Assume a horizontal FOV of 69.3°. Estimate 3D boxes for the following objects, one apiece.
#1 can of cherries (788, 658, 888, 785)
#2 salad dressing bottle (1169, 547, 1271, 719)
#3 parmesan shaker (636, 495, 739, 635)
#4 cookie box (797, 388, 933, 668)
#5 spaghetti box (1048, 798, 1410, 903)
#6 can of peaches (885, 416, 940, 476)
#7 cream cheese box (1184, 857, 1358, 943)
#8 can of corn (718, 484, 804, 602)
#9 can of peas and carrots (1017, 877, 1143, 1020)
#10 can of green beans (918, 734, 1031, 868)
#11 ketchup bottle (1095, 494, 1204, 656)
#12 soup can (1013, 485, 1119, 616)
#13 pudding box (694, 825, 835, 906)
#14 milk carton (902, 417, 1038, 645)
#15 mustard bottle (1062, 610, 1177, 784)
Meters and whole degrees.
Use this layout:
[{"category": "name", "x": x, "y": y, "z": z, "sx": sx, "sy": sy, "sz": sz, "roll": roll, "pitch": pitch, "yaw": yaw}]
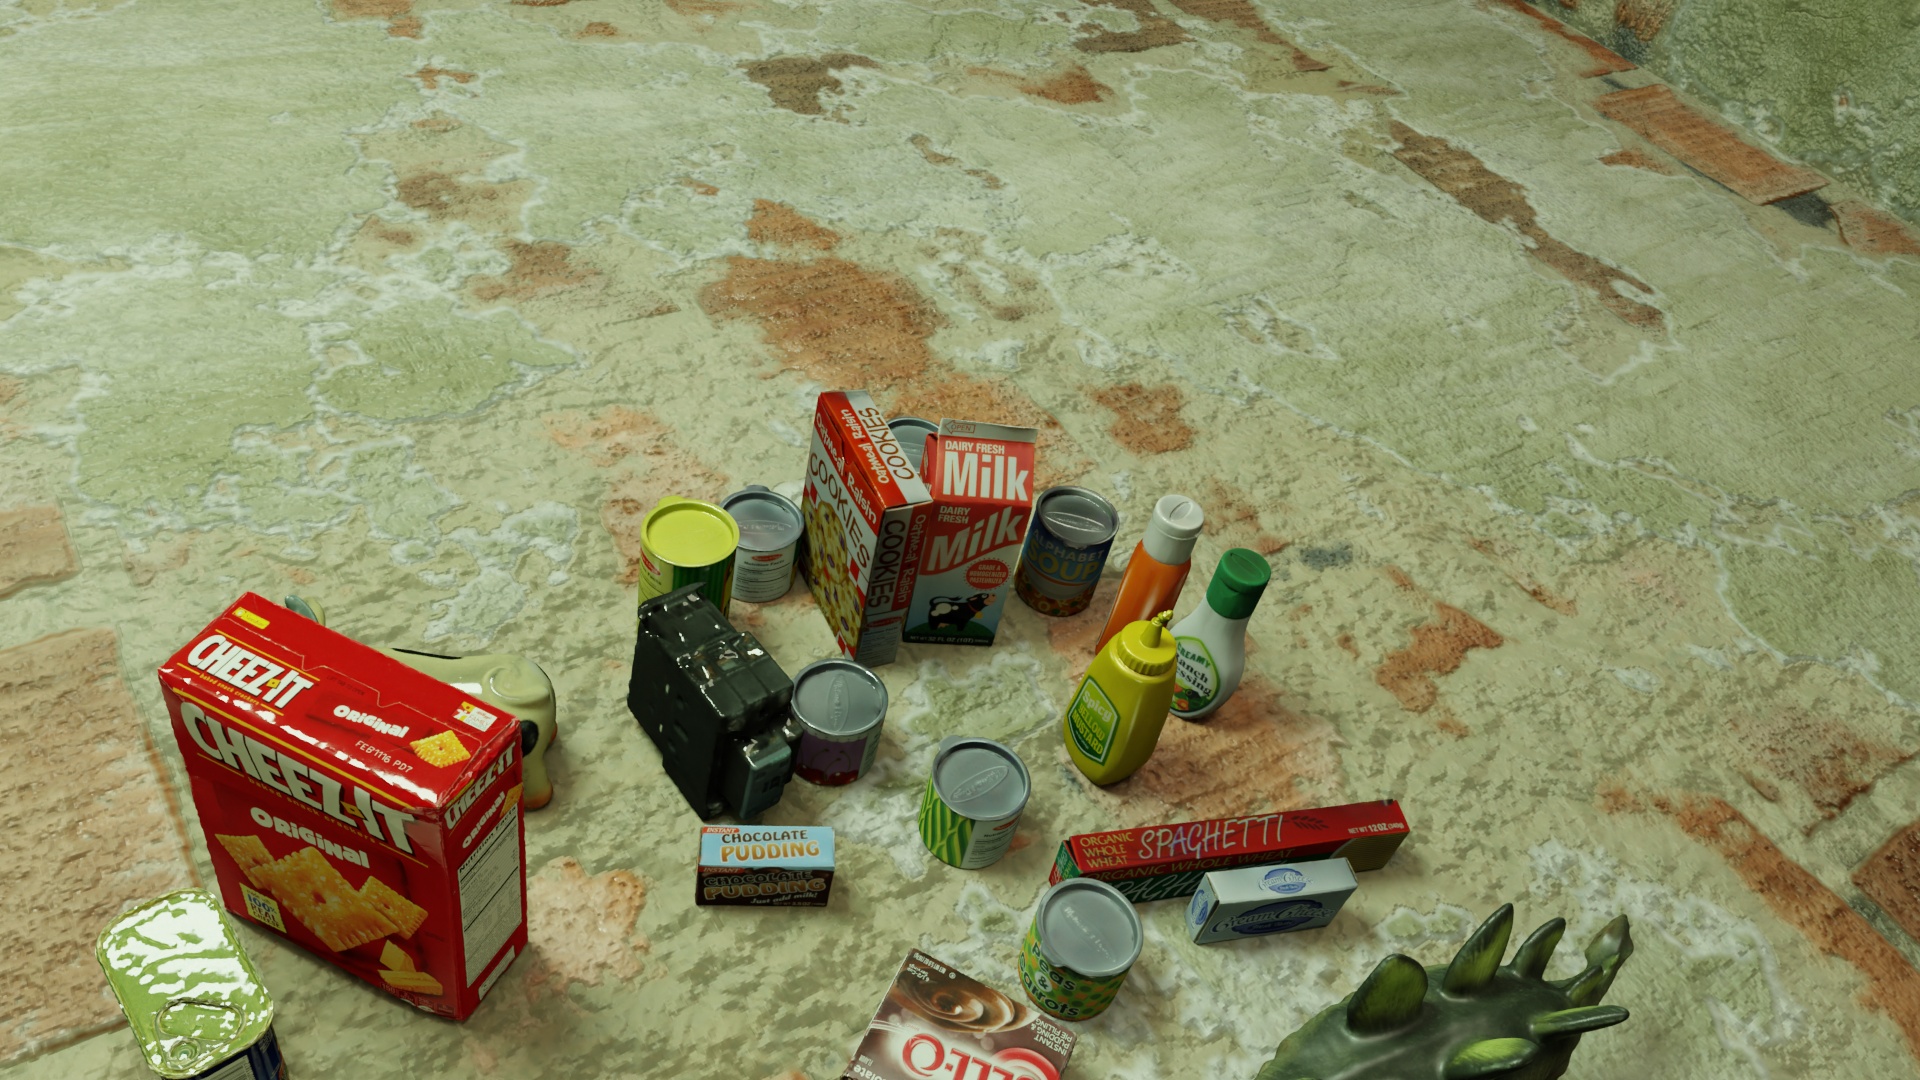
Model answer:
[{"category": "can of cherries", "x": -0.088, "y": 0.123, "z": 0.943, "sx": 0.071, "sy": 0.058, "sz": 0.072, "roll": 8, "pitch": 43, "yaw": -7}, {"category": "salad dressing bottle", "x": 0.184, "y": 0.068, "z": 1.011, "sx": 0.064, "sy": 0.146, "sz": 0.044, "roll": 39, "pitch": 48, "yaw": 24}, {"category": "parmesan shaker", "x": -0.195, "y": 0.028, "z": 0.980, "sx": 0.071, "sy": 0.102, "sz": 0.072, "roll": 8, "pitch": 43, "yaw": -7}, {"category": "cookie box", "x": -0.075, "y": -0.007, "z": 1.004, "sx": 0.040, "sy": 0.166, "sz": 0.123, "roll": -11, "pitch": 49, "yaw": -25}, {"category": "spaghetti box", "x": 0.182, "y": 0.210, "z": 0.933, "sx": 0.250, "sy": 0.049, "sz": 0.029, "roll": -3, "pitch": 45, "yaw": -18}, {"category": "can of peaches", "x": -0.042, "y": -0.058, "z": 1.147, "sx": 0.071, "sy": 0.057, "sz": 0.071, "roll": 8, "pitch": 43, "yaw": -7}, {"category": "cream cheese box", "x": 0.203, "y": 0.236, "z": 0.909, "sx": 0.104, "sy": 0.053, "sz": 0.024, "roll": -2, "pitch": 45, "yaw": -17}, {"category": "can of corn", "x": -0.154, "y": 0.003, "z": 1.052, "sx": 0.071, "sy": 0.058, "sz": 0.071, "roll": 8, "pitch": 43, "yaw": -7}, {"category": "can of peas and carrots", "x": 0.071, "y": 0.252, "z": 0.851, "sx": 0.071, "sy": 0.058, "sz": 0.071, "roll": 8, "pitch": 43, "yaw": -7}, {"category": "can of green beans", "x": 0.008, "y": 0.173, "z": 0.917, "sx": 0.071, "sy": 0.057, "sz": 0.071, "roll": 8, "pitch": 43, "yaw": -7}, {"category": "ketchup bottle", "x": 0.144, "y": 0.032, "z": 1.038, "sx": 0.043, "sy": 0.148, "sz": 0.065, "roll": 32, "pitch": 45, "yaw": 18}, {"category": "soup can", "x": 0.082, "y": 0.011, "z": 1.090, "sx": 0.071, "sy": 0.083, "sz": 0.072, "roll": 8, "pitch": 43, "yaw": -7}, {"category": "pudding box", "x": -0.121, "y": 0.201, "z": 0.859, "sx": 0.084, "sy": 0.049, "sz": 0.030, "roll": 4, "pitch": 44, "yaw": -12}, {"category": "milk carton", "x": 0.004, "y": -0.013, "z": 1.015, "sx": 0.072, "sy": 0.189, "sz": 0.074, "roll": 4, "pitch": 44, "yaw": -11}, {"category": "mustard bottle", "x": 0.114, "y": 0.100, "z": 0.949, "sx": 0.049, "sy": 0.159, "sz": 0.065, "roll": -16, "pitch": 51, "yaw": -29}]
